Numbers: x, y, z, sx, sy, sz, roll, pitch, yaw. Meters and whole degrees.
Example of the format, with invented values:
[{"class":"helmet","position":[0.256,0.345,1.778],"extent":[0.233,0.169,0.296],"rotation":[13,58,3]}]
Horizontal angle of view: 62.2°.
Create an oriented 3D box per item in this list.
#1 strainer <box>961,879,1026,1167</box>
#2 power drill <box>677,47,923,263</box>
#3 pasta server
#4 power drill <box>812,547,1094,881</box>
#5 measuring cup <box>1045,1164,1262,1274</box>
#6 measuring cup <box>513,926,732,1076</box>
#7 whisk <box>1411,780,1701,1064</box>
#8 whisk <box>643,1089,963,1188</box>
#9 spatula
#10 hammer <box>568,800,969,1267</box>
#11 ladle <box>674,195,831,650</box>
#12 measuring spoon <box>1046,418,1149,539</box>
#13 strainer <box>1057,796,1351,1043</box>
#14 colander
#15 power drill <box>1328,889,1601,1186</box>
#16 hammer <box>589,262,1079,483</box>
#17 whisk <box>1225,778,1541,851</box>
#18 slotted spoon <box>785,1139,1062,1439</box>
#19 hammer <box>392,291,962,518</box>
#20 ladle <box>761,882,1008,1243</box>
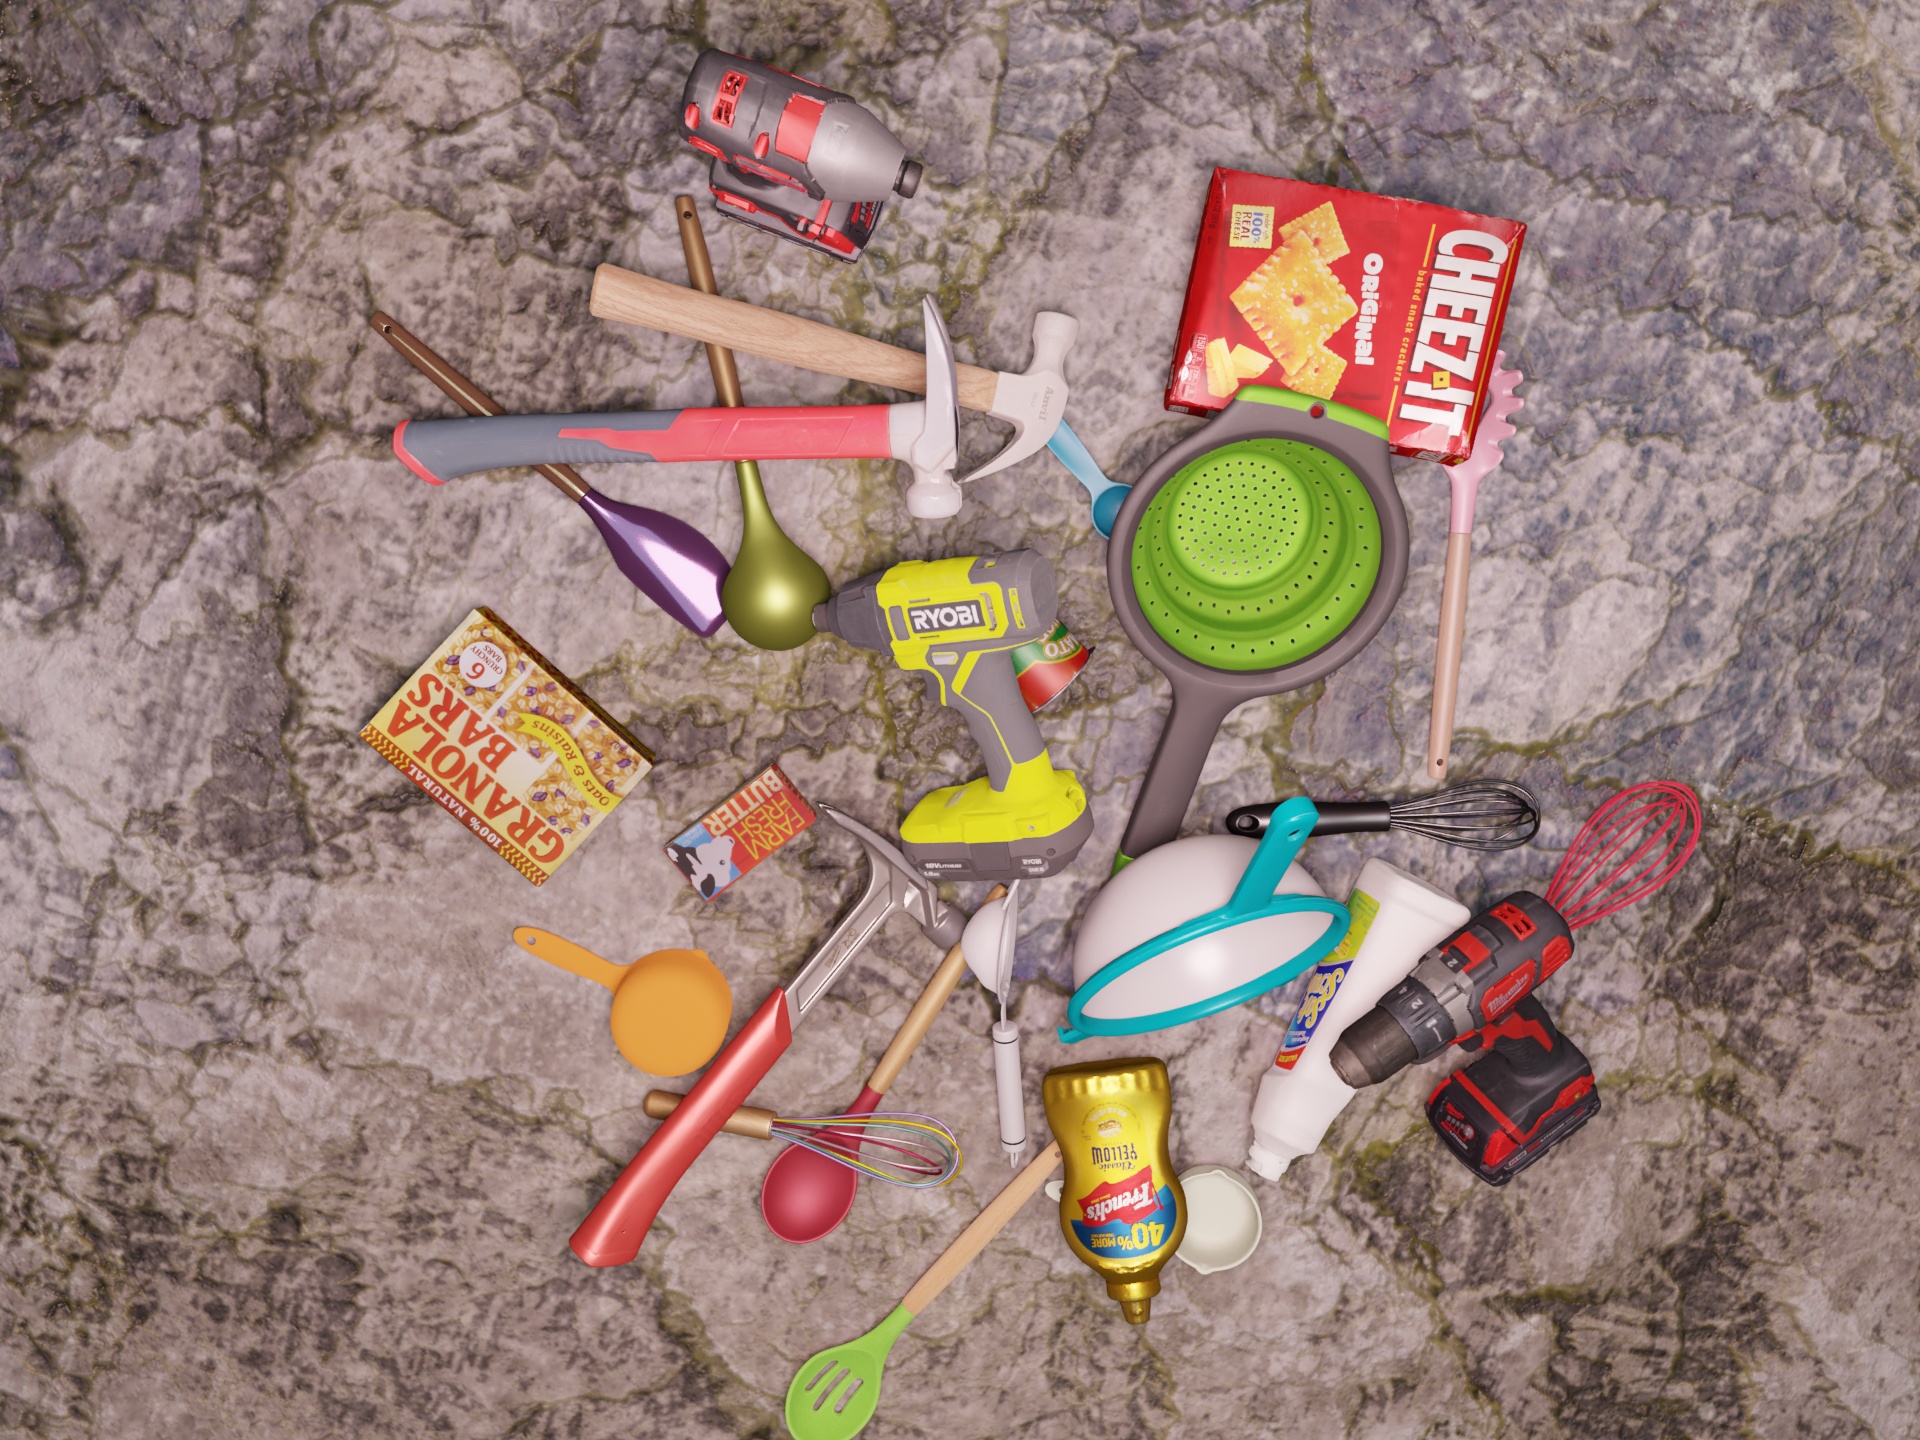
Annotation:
[{"class":"strainer","position":[0.031,0.226,1.186],"extent":[0.050,0.087,0.258],"rotation":[0,111,11]},{"class":"power drill","position":[-0.096,-0.352,1.003],"extent":[0.143,0.220,0.078],"rotation":[19,98,-7]},{"class":"pasta server","position":[0.367,-0.111,1.171],"extent":[0.060,0.040,0.316],"rotation":[4,100,7]},{"class":"power drill","position":[-0.002,-0.004,1.104],"extent":[0.171,0.080,0.223],"rotation":[-5,114,25]},{"class":"measuring cup","position":[0.151,0.376,1.239],"extent":[0.167,0.038,0.083],"rotation":[8,95,11]},{"class":"measuring cup","position":[-0.250,0.199,1.164],"extent":[0.173,0.052,0.095],"rotation":[27,96,-10]},{"class":"whisk","position":[0.445,0.157,1.214],"extent":[0.073,0.073,0.296],"rotation":[41,101,-9]},{"class":"whisk","position":[-0.118,0.307,1.174],"extent":[0.245,0.051,0.047],"rotation":[8,138,11]},{"class":"spatula","position":[-0.283,-0.177,1.119],"extent":[0.315,0.018,0.060],"rotation":[40,90,-10]},{"class":"hammer","position":[-0.157,0.234,1.141],"extent":[0.149,0.037,0.359],"rotation":[43,81,-21]},{"class":"ladle","position":[-0.157,-0.206,1.119],"extent":[0.078,0.062,0.320],"rotation":[-13,93,-6]},{"class":"measuring spoon","position":[0.088,-0.183,1.152],"extent":[0.042,0.021,0.128],"rotation":[-39,91,2]},{"class":"strainer","position":[0.170,0.109,1.086],"extent":[0.211,0.340,0.095],"rotation":[-12,61,-14]},{"class":"colander","position":[0.180,-0.056,1.150],"extent":[0.204,0.095,0.397],"rotation":[14,116,-7]},{"class":"power drill","position":[0.366,0.243,1.149],"extent":[0.188,0.080,0.226],"rotation":[-34,130,-6]},{"class":"hammer","position":[-0.087,-0.251,1.092],"extent":[0.331,0.031,0.130],"rotation":[12,92,-13]},{"class":"whisk","position":[0.319,0.075,1.196],"extent":[0.239,0.055,0.055],"rotation":[-2,99,0]},{"class":"slotted spoon","position":[-0.021,0.439,1.236],"extent":[0.070,0.031,0.314],"rotation":[42,92,-10]},{"class":"hammer","position":[-0.194,-0.205,1.061],"extent":[0.386,0.038,0.143],"rotation":[0,112,8]},{"class":"ladle","position":[-0.051,0.257,1.204],"extent":[0.069,0.031,0.315],"rotation":[32,93,-4]}]
